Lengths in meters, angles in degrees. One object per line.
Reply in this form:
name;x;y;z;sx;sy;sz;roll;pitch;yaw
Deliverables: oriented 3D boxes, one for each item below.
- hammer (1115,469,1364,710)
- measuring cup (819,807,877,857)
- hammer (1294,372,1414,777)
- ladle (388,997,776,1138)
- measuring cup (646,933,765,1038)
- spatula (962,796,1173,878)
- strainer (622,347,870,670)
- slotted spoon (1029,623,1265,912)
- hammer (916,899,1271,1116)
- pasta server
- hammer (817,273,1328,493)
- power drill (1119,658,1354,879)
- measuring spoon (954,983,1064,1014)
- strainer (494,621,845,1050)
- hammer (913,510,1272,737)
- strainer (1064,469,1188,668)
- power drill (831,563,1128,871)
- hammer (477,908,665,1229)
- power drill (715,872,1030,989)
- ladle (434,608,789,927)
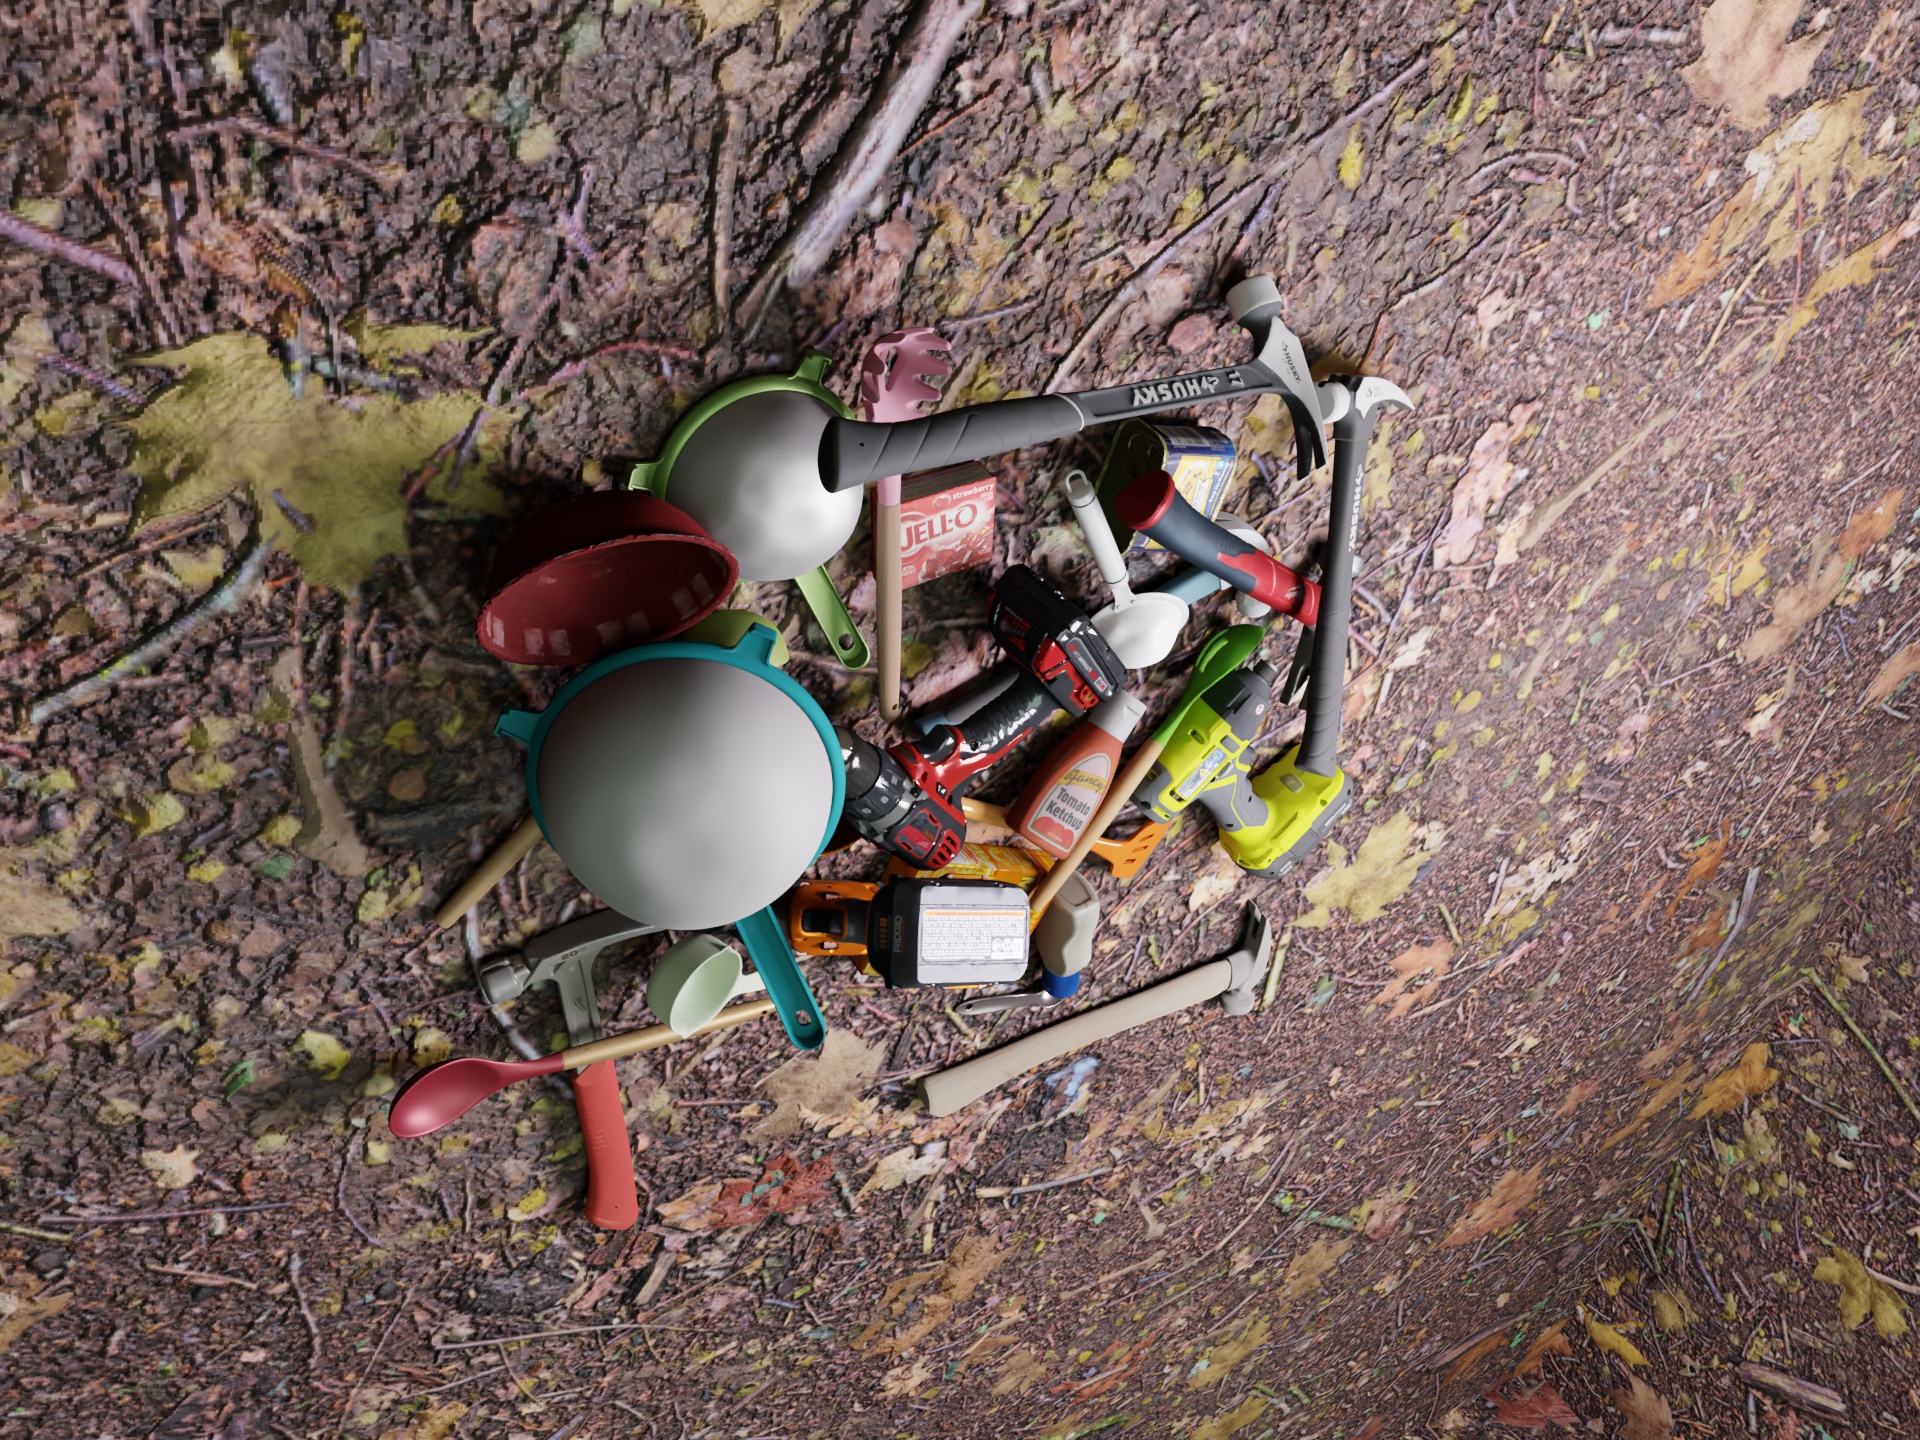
hammer;0.216;-0.103;1.230;0.386;0.038;0.143;14;94;-56
measuring cup;-0.124;0.032;1.176;0.095;0.052;0.173;-39;137;-2
hammer;0.306;-0.111;1.284;0.146;0.035;0.334;-22;119;-49
ladle;-0.281;0.254;1.218;0.315;0.031;0.069;-10;132;-33
measuring cup;-0.188;0.200;1.260;0.083;0.038;0.167;-64;157;11
spatula;0.079;0.093;1.403;0.322;0.041;0.081;17;113;-40
strainer;-0.102;-0.107;1.056;0.151;0.069;0.256;-34;137;-8
slotted spoon;0.154;0.039;1.369;0.031;0.070;0.314;35;97;-11
hammer;0.143;0.303;1.623;0.410;0.038;0.146;-17;132;-24
pasta server;-0.043;-0.121;1.067;0.060;0.040;0.316;-28;138;-32
hammer;0.084;-0.198;1.035;0.409;0.149;0.036;-18;172;-33
power drill;0.264;0.047;1.462;0.171;0.080;0.223;-47;135;8
measuring spoon;0.048;0.267;1.541;0.124;0.018;0.034;-3;127;-26
strainer;-0.159;0.114;1.057;0.211;0.095;0.340;-18;118;5
hammer;0.111;-0.064;1.281;0.331;0.033;0.128;-30;139;-12
strainer;0.116;-0.100;1.179;0.087;0.050;0.258;-20;143;9
power drill;-0.002;-0.004;1.152;0.226;0.080;0.187;-46;143;-1
hammer;-0.288;0.295;1.294;0.149;0.037;0.358;-19;134;-23
power drill;-0.074;0.155;1.210;0.164;0.226;0.084;6;84;-39
ladle;-0.244;0.041;1.092;0.320;0.078;0.062;-44;97;10
